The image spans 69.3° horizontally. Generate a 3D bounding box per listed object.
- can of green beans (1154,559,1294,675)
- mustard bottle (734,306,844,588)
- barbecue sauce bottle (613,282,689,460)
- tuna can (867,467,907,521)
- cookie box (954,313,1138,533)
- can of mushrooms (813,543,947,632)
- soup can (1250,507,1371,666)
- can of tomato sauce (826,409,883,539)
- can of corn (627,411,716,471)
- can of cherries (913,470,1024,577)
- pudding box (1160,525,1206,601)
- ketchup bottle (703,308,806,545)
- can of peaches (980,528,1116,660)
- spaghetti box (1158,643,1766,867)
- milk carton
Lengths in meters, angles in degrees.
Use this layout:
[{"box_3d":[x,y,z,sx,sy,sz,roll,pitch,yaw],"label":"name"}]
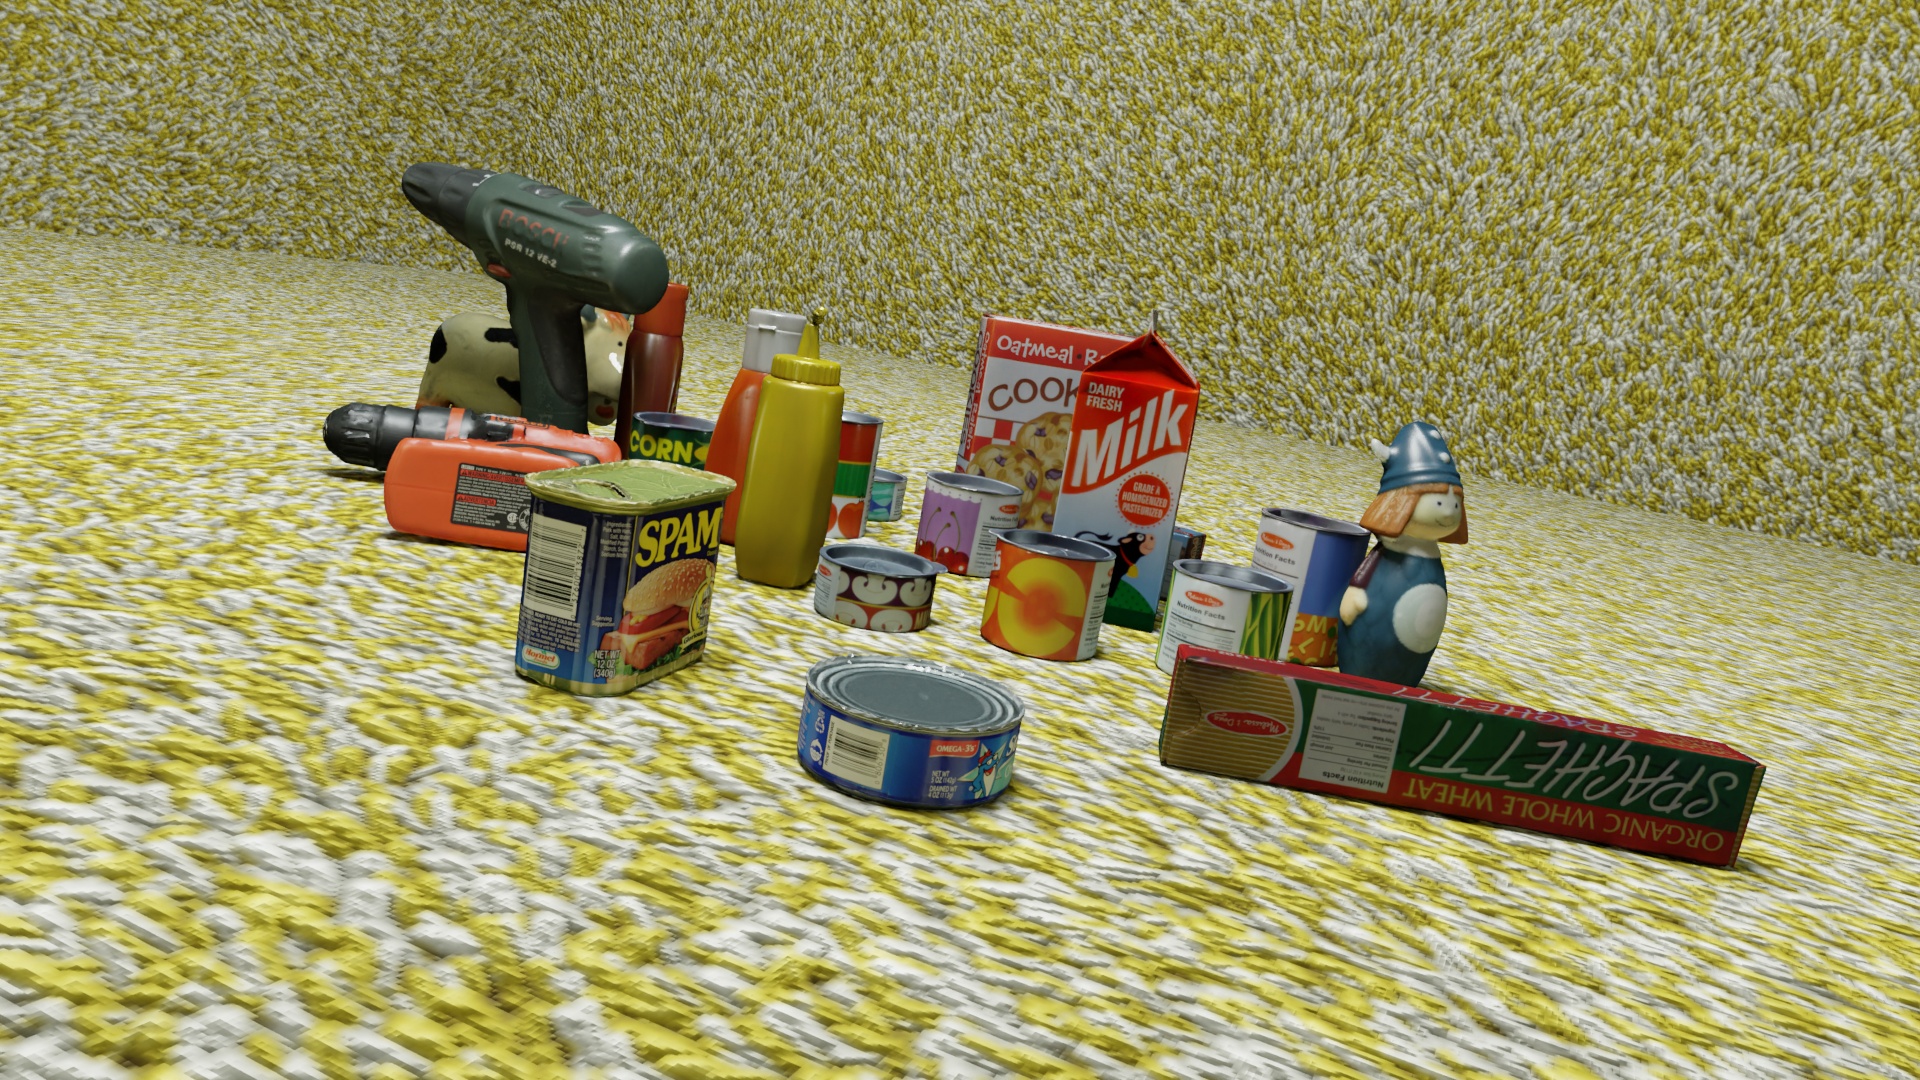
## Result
[{"box_3d":[0.144,0.046,0.761,0.071,0.057,0.071,10,10,-2],"label":"can of green beans"},{"box_3d":[-0.095,-0.056,0.799,0.049,0.160,0.065,11,10,6],"label":"mustard bottle"},{"box_3d":[-0.231,-0.119,1.035,0.044,0.148,0.065,7,11,-18],"label":"barbecue sauce bottle"},{"box_3d":[-0.078,-0.038,1.063,0.071,0.032,0.071,10,11,-2],"label":"tuna can"},{"box_3d":[0.063,-0.076,1.031,0.123,0.167,0.040,7,11,-16],"label":"cookie box"},{"box_3d":[-0.044,0.026,0.762,0.071,0.033,0.071,10,11,-2],"label":"can of mushrooms"},{"box_3d":[0.211,0.028,0.848,0.071,0.083,0.071,10,10,-2],"label":"soup can"},{"box_3d":[-0.095,-0.049,0.971,0.071,0.083,0.071,10,10,-2],"label":"can of tomato sauce"},{"box_3d":[-0.202,-0.056,0.977,0.071,0.058,0.071,10,10,-2],"label":"can of corn"},{"box_3d":[0.003,-0.012,0.932,0.071,0.058,0.071,10,10,-2],"label":"can of cherries"},{"box_3d":[0.122,0.009,0.958,0.084,0.049,0.030,16,12,30],"label":"pudding box"},{"box_3d":[-0.126,-0.071,0.880,0.065,0.148,0.043,11,10,8],"label":"ketchup bottle"},{"box_3d":[0.045,0.029,0.762,0.071,0.058,0.071,10,10,-2],"label":"can of peaches"},{"box_3d":[0.213,0.093,0.602,0.250,0.050,0.029,10,10,2],"label":"spaghetti box"},{"box_3d":[0.103,-0.048,0.857,0.073,0.190,0.072,11,10,8],"label":"milk carton"}]
